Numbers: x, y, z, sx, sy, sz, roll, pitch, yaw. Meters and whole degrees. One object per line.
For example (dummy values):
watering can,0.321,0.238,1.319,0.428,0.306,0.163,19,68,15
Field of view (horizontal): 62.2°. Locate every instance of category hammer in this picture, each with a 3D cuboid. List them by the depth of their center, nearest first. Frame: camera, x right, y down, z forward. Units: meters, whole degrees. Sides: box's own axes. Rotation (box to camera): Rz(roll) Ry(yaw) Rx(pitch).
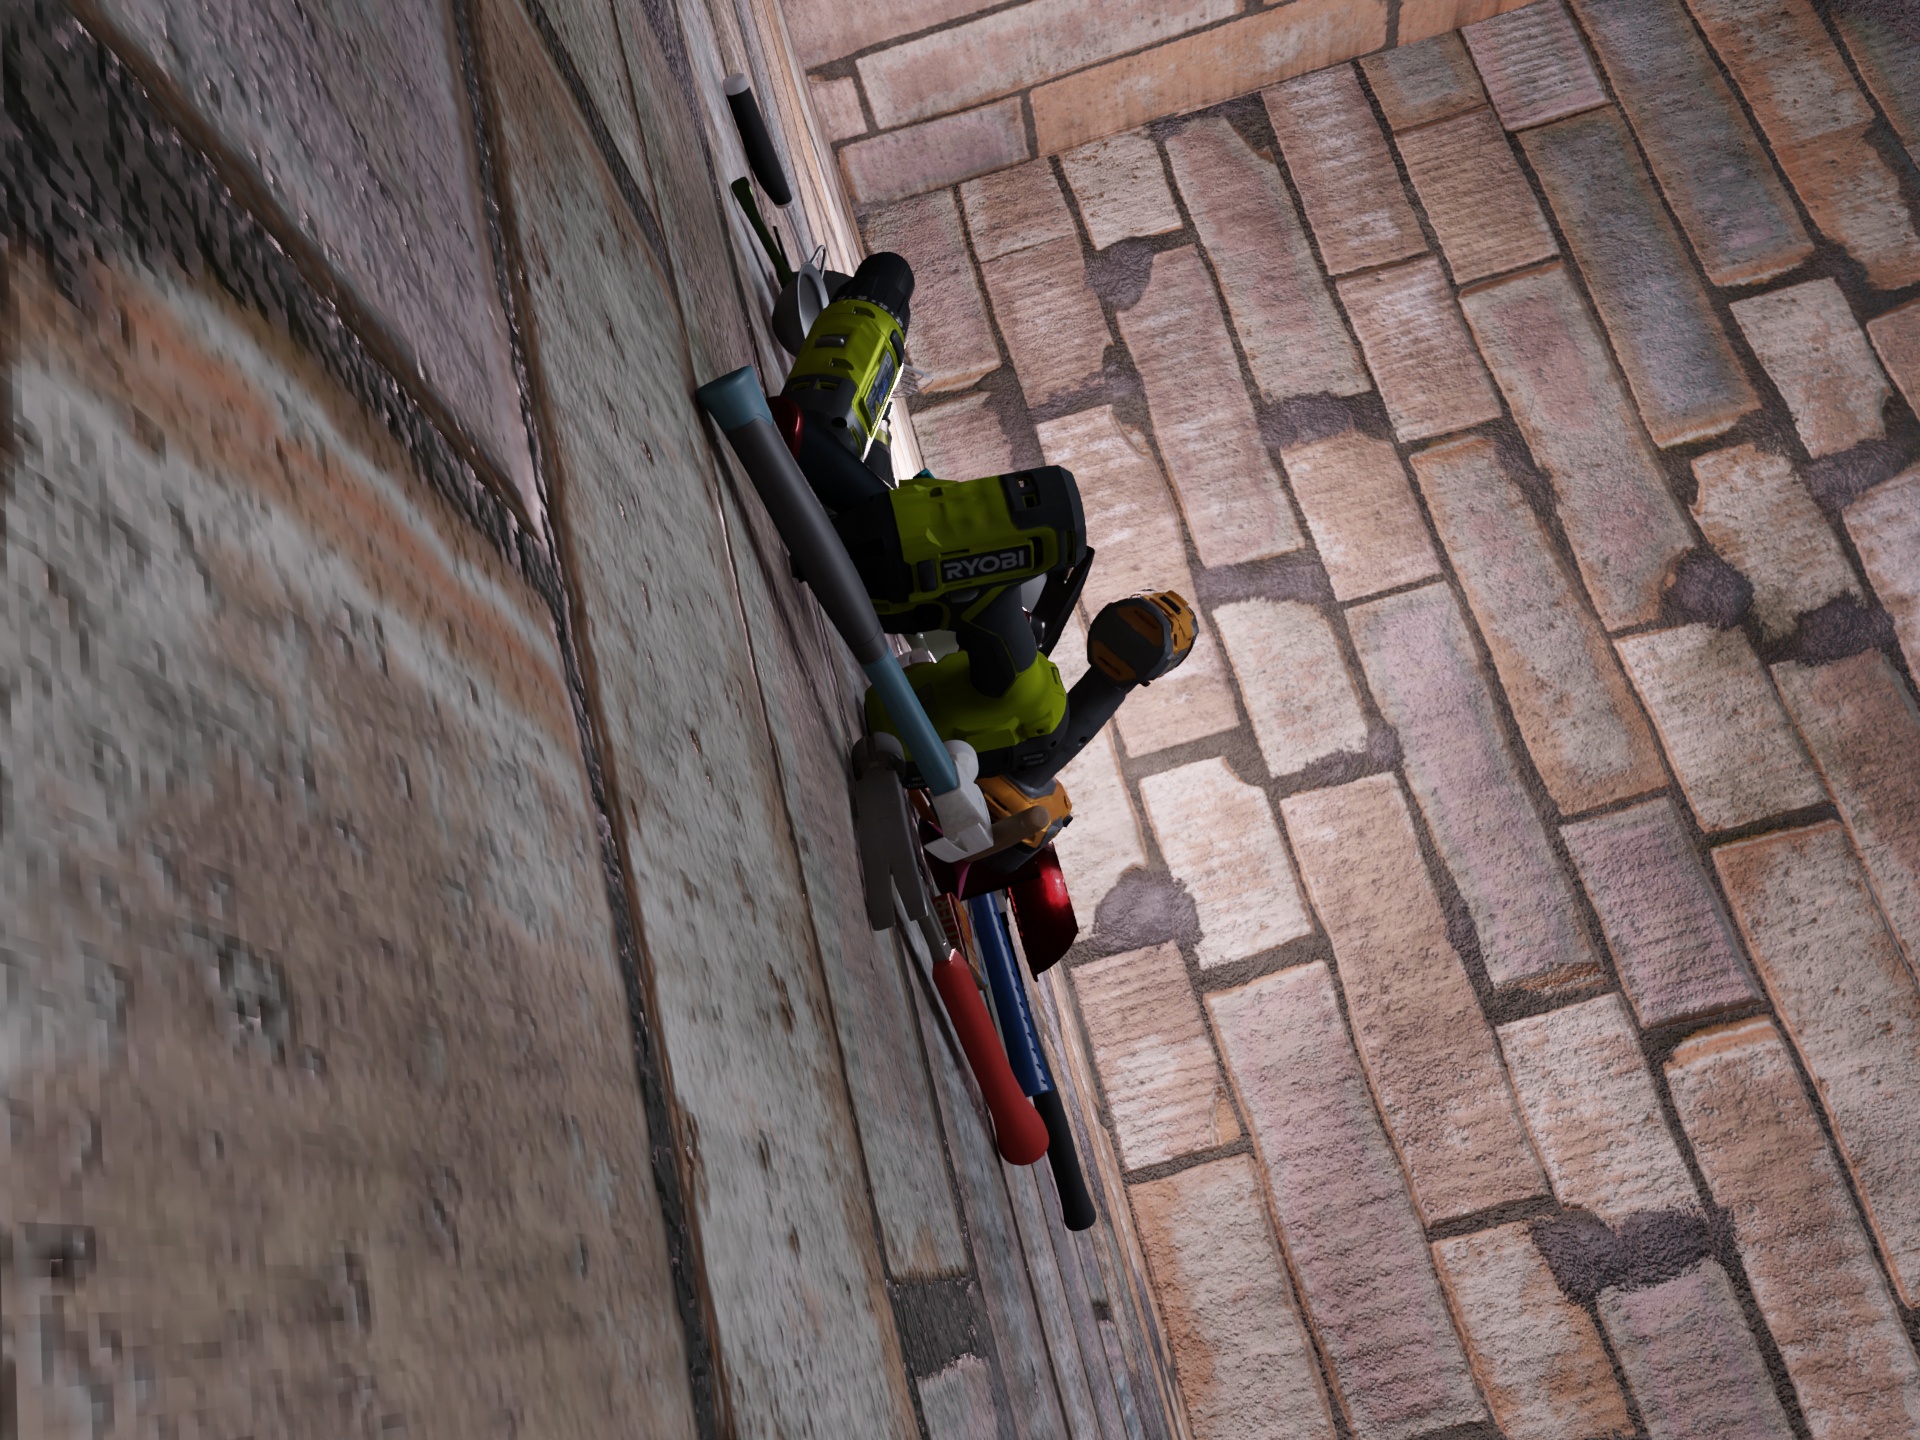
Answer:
hammer,-0.054,-0.050,0.869,0.128,0.033,0.330,-103,168,-54
hammer,0.001,0.179,1.000,0.149,0.036,0.358,-102,174,-50
hammer,-0.017,-0.125,1.048,0.038,0.143,0.386,25,-5,31
hammer,0.009,0.127,1.392,0.144,0.035,0.406,60,14,-78
hammer,0.068,0.310,1.491,0.146,0.035,0.335,50,25,-84

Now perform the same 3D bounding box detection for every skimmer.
skimmer,-0.126,-0.455,1.516,0.127,0.090,0.362,32,-25,41

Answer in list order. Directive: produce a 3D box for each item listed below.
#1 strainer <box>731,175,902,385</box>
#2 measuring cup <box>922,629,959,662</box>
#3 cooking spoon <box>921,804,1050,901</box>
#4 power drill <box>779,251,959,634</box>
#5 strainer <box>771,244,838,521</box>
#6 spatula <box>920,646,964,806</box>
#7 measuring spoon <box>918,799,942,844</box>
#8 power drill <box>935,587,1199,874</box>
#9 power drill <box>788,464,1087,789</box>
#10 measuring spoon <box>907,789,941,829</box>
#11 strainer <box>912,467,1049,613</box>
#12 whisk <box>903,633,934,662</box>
strainer,-0.108,-0.356,1.310,0.152,0.069,0.256,65,4,36
measuring cup,-0.015,-0.114,1.517,0.168,0.038,0.083,-92,159,-58
cooking spoon,0.012,0.084,1.051,0.319,0.017,0.069,139,-68,-74
power drill,-0.054,-0.190,1.103,0.228,0.080,0.191,72,28,-48
strainer,-0.109,-0.241,1.194,0.086,0.050,0.259,49,30,-68
spatula,-0.002,-0.004,1.323,0.081,0.041,0.323,51,27,-23
measuring spoon,-0.028,0.071,1.252,0.042,0.021,0.129,51,4,-24
power drill,0.093,-0.004,1.184,0.084,0.226,0.185,40,17,9
power drill,-0.009,-0.056,0.995,0.223,0.171,0.080,83,-6,-52
measuring spoon,-0.030,0.050,1.160,0.021,0.011,0.116,24,-33,52
strainer,-0.004,-0.083,1.686,0.211,0.095,0.340,31,-44,28
whisk,-0.035,-0.072,1.564,0.246,0.059,0.058,60,41,-58
